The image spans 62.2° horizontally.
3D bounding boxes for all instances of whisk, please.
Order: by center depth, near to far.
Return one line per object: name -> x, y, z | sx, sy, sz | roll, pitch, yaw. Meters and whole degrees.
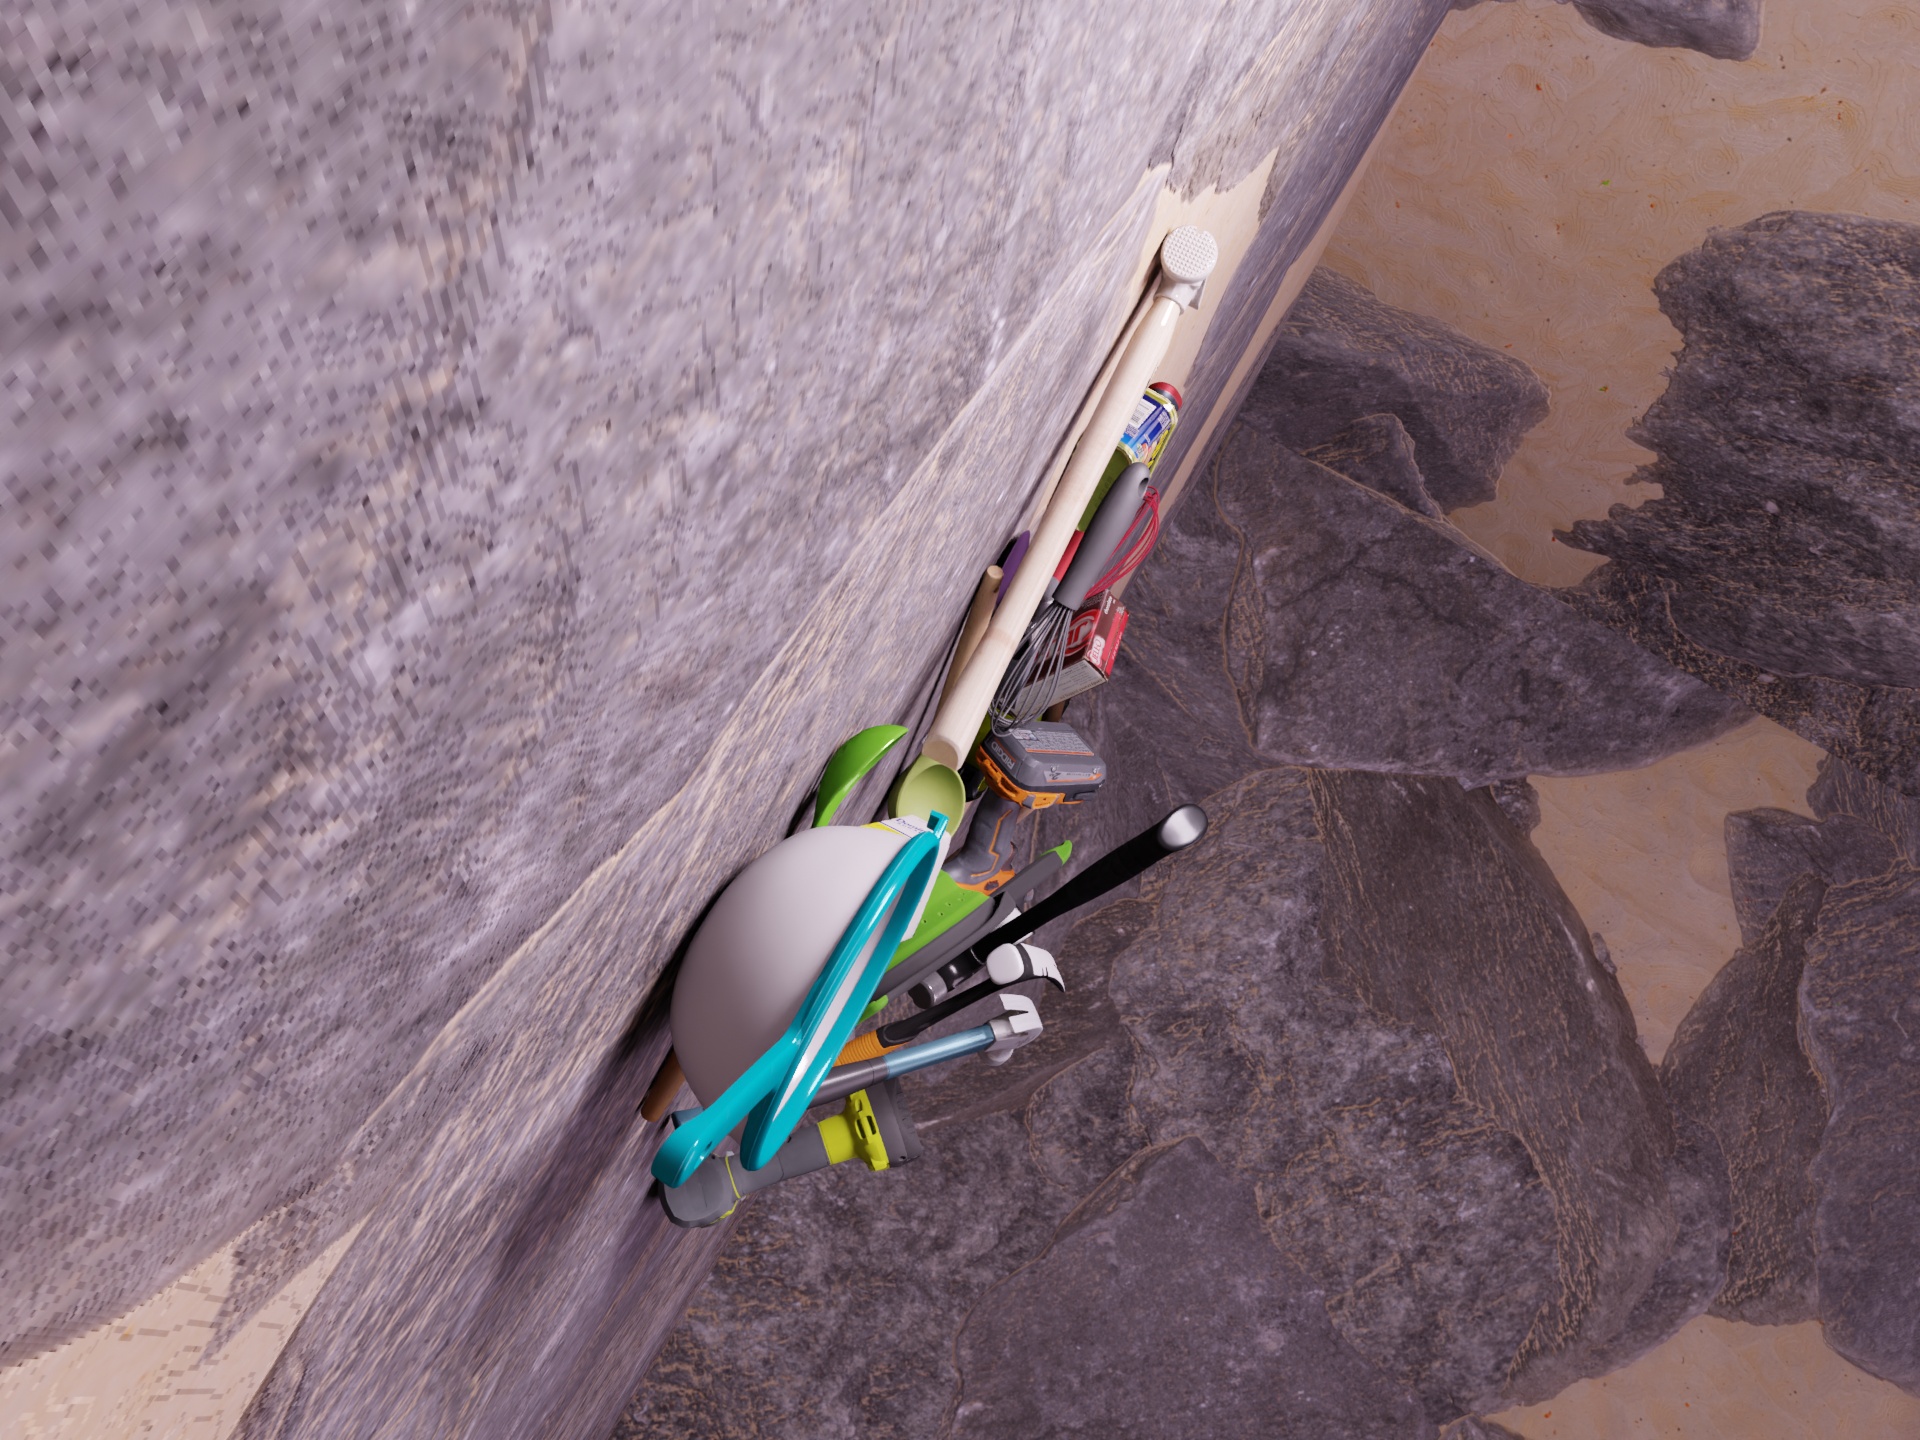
whisk -> 0.083, -0.091, 1.220 | 0.239, 0.055, 0.055 | -61, 175, 15
whisk -> 0.128, -0.138, 1.774 | 0.296, 0.073, 0.073 | -55, 176, 12

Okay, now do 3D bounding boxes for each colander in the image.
colander -> -0.021, 0.152, 1.388 | 0.204, 0.094, 0.397 | -37, 175, 35

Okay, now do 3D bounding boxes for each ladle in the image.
ladle -> -0.002, -0.004, 1.281 | 0.078, 0.062, 0.320 | -31, 156, -34

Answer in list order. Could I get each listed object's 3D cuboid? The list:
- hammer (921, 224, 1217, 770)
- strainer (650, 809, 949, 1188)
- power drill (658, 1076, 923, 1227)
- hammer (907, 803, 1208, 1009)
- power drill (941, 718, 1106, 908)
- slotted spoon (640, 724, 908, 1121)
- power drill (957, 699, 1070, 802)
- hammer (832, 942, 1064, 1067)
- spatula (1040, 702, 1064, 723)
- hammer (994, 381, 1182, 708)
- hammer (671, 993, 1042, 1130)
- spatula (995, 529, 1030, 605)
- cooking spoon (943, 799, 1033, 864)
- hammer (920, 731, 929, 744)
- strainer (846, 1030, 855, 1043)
hammer -> 0.078, -0.153, 1.159 | 0.410, 0.038, 0.146 | -63, 176, 3
strainer -> -0.115, 0.146, 0.834 | 0.211, 0.095, 0.340 | -63, 172, 13
power drill -> -0.156, 0.396, 1.437 | 0.228, 0.080, 0.190 | -18, 165, -9
hammer -> 0.092, 0.151, 1.360 | 0.146, 0.035, 0.334 | -29, 173, -45
power drill -> 0.048, 0.111, 1.566 | 0.164, 0.084, 0.226 | 4, 125, -44
slotted spoon -> -0.125, 0.128, 1.005 | 0.313, 0.031, 0.070 | -59, 175, 12
power drill -> 0.058, -0.019, 1.667 | 0.171, 0.080, 0.223 | -60, 172, 20
hammer -> -0.071, 0.279, 1.371 | 0.337, 0.034, 0.127 | -28, 158, 14
spatula -> 0.074, 0.019, 1.608 | 0.082, 0.044, 0.317 | -46, 161, -35
hammer -> 0.117, -0.175, 1.418 | 0.386, 0.038, 0.143 | -59, 173, -41
hammer -> -0.077, 0.285, 1.278 | 0.331, 0.033, 0.128 | -11, 155, -30
spatula -> 0.045, -0.105, 1.353 | 0.060, 0.018, 0.316 | -62, 174, -6
cooking spoon -> -0.016, 0.153, 1.626 | 0.319, 0.017, 0.068 | -38, 163, -4
hammer -> -0.044, 0.096, 1.555 | 0.149, 0.036, 0.408 | -53, 172, -46
strainer -> -0.109, 0.284, 1.478 | 0.256, 0.069, 0.151 | -46, 172, 13
